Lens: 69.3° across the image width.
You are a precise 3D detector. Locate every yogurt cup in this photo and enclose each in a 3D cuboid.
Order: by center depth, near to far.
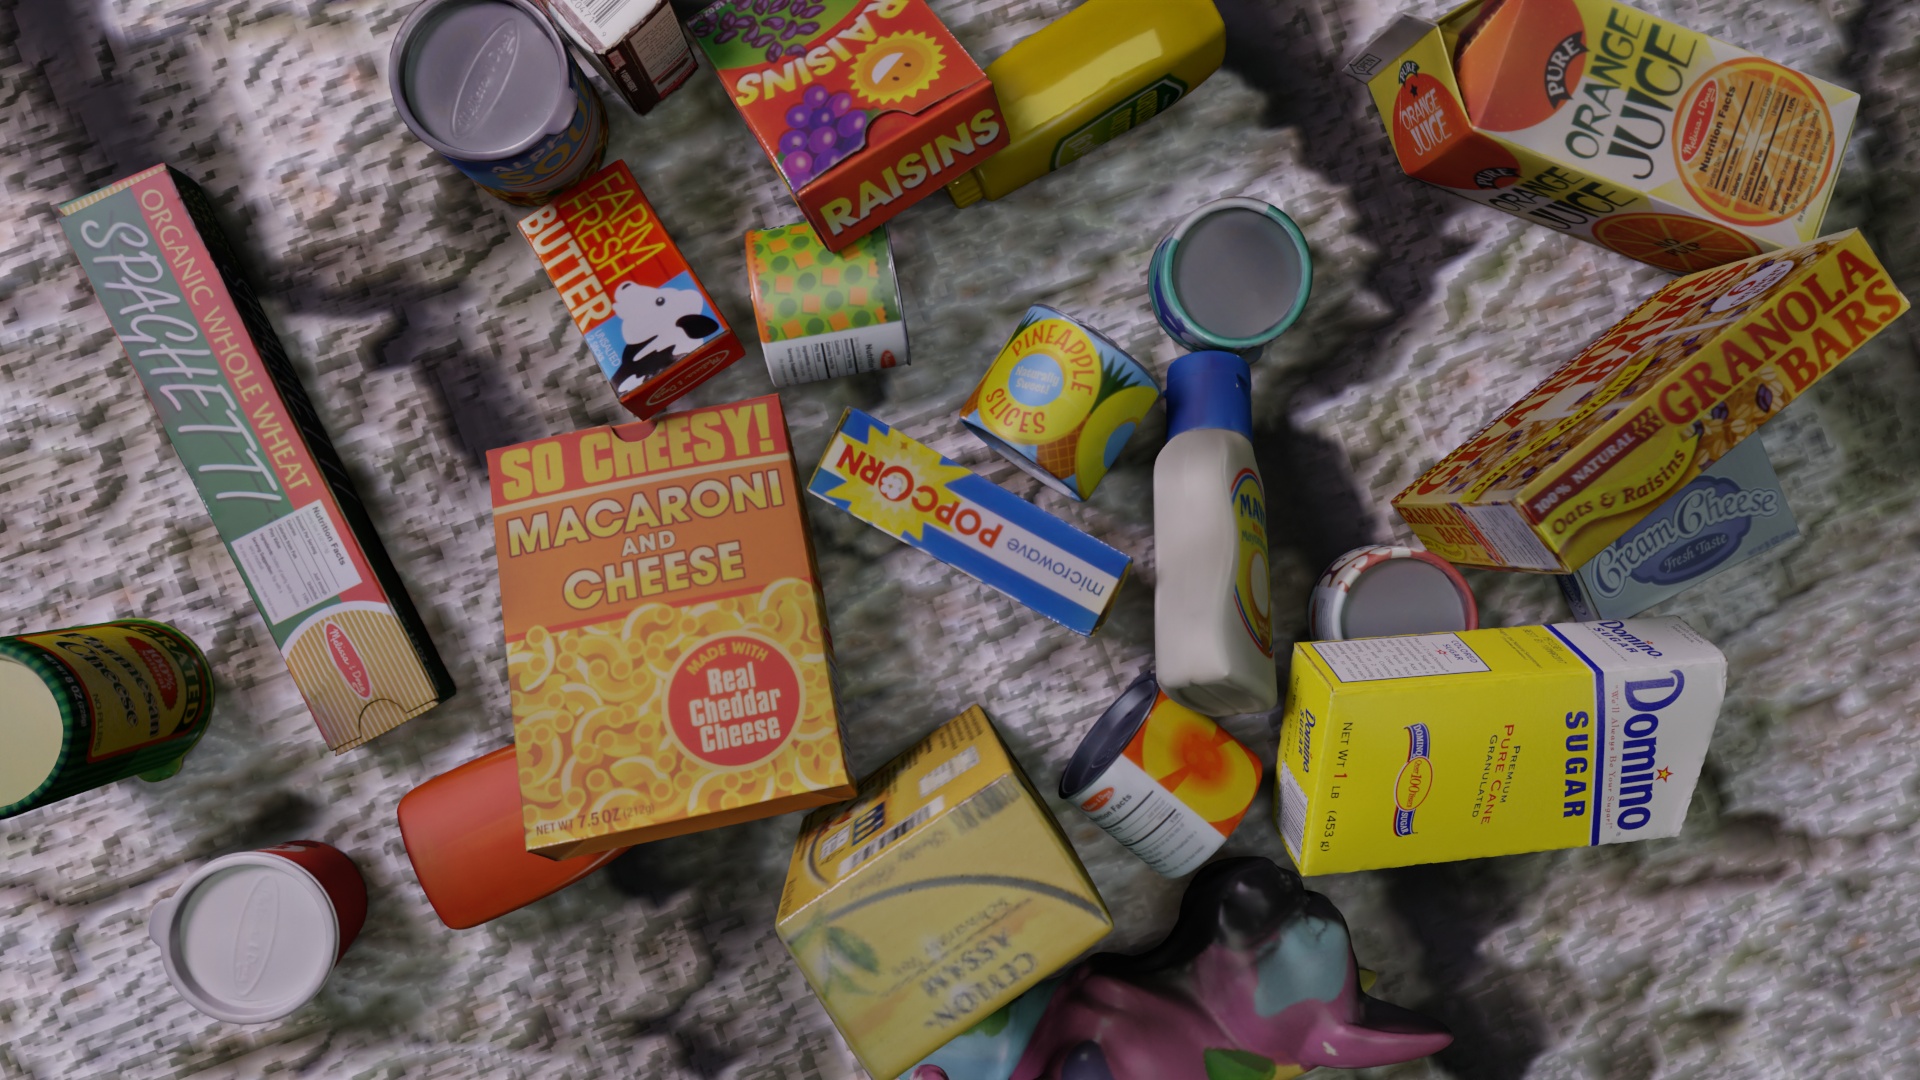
[{"bbox_3d":[-0.280,0.156,0.568,0.072,0.054,0.072,0,91,-3],"label":"yogurt cup"}]

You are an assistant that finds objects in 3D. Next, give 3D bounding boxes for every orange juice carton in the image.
[{"bbox_3d":[0.263,-0.179,0.590,0.193,0.072,0.073,19,89,-4],"label":"orange juice carton"}]

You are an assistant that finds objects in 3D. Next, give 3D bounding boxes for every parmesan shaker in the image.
[{"bbox_3d":[-0.347,0.069,0.539,0.071,0.103,0.071,0,91,-4],"label":"parmesan shaker"}]

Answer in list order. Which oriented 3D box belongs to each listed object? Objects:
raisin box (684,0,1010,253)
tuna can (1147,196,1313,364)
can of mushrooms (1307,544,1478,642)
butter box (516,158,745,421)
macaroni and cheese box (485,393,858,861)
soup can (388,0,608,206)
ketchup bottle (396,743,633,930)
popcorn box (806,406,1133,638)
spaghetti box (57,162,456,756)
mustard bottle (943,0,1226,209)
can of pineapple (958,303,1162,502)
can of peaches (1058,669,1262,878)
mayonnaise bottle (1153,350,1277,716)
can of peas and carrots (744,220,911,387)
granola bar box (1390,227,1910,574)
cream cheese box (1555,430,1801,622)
[{"bbox_3d":[-0.047,-0.184,0.556,0.086,0.040,0.124,-31,59,0],"label":"raisin box"},{"bbox_3d":[0.117,-0.111,0.601,0.071,0.033,0.071,0,90,-3],"label":"tuna can"},{"bbox_3d":[0.191,0.034,0.607,0.071,0.033,0.071,0,90,-3],"label":"can of mushrooms"},{"bbox_3d":[-0.136,-0.105,0.572,0.053,0.024,0.104,-33,69,-2],"label":"butter box"},{"bbox_3d":[-0.117,0.032,0.558,0.124,0.040,0.167,-11,71,-3],"label":"macaroni and cheese box"},{"bbox_3d":[-0.179,-0.173,0.557,0.071,0.084,0.071,0,91,-3],"label":"soup can"},{"bbox_3d":[-0.153,0.105,0.581,0.149,0.043,0.064,-24,90,-3],"label":"ketchup bottle"},{"bbox_3d":[0.002,-0.007,0.569,0.127,0.085,0.038,28,90,-4],"label":"popcorn box"},{"bbox_3d":[-0.291,-0.034,0.579,0.050,0.028,0.250,-26,92,-3],"label":"spaghetti box"},{"bbox_3d":[0.032,-0.180,0.583,0.160,0.065,0.049,-30,86,4],"label":"mustard bottle"},{"bbox_3d":[0.041,-0.057,0.579,0.071,0.071,0.058,34,89,-3],"label":"can of pineapple"},{"bbox_3d":[0.085,0.098,0.585,0.058,0.071,0.071,39,88,-3],"label":"can of peaches"},{"bbox_3d":[0.104,-0.006,0.573,0.041,0.064,0.148,-10,65,30],"label":"mayonnaise bottle"},{"bbox_3d":[-0.055,-0.102,0.575,0.059,0.071,0.071,-11,91,-3],"label":"can of peas and carrots"},{"bbox_3d":[0.271,-0.051,0.565,0.165,0.124,0.039,-38,93,-2],"label":"granola bar box"},{"bbox_3d":[0.314,-0.005,0.618,0.104,0.024,0.053,-25,92,-3],"label":"cream cheese box"}]
